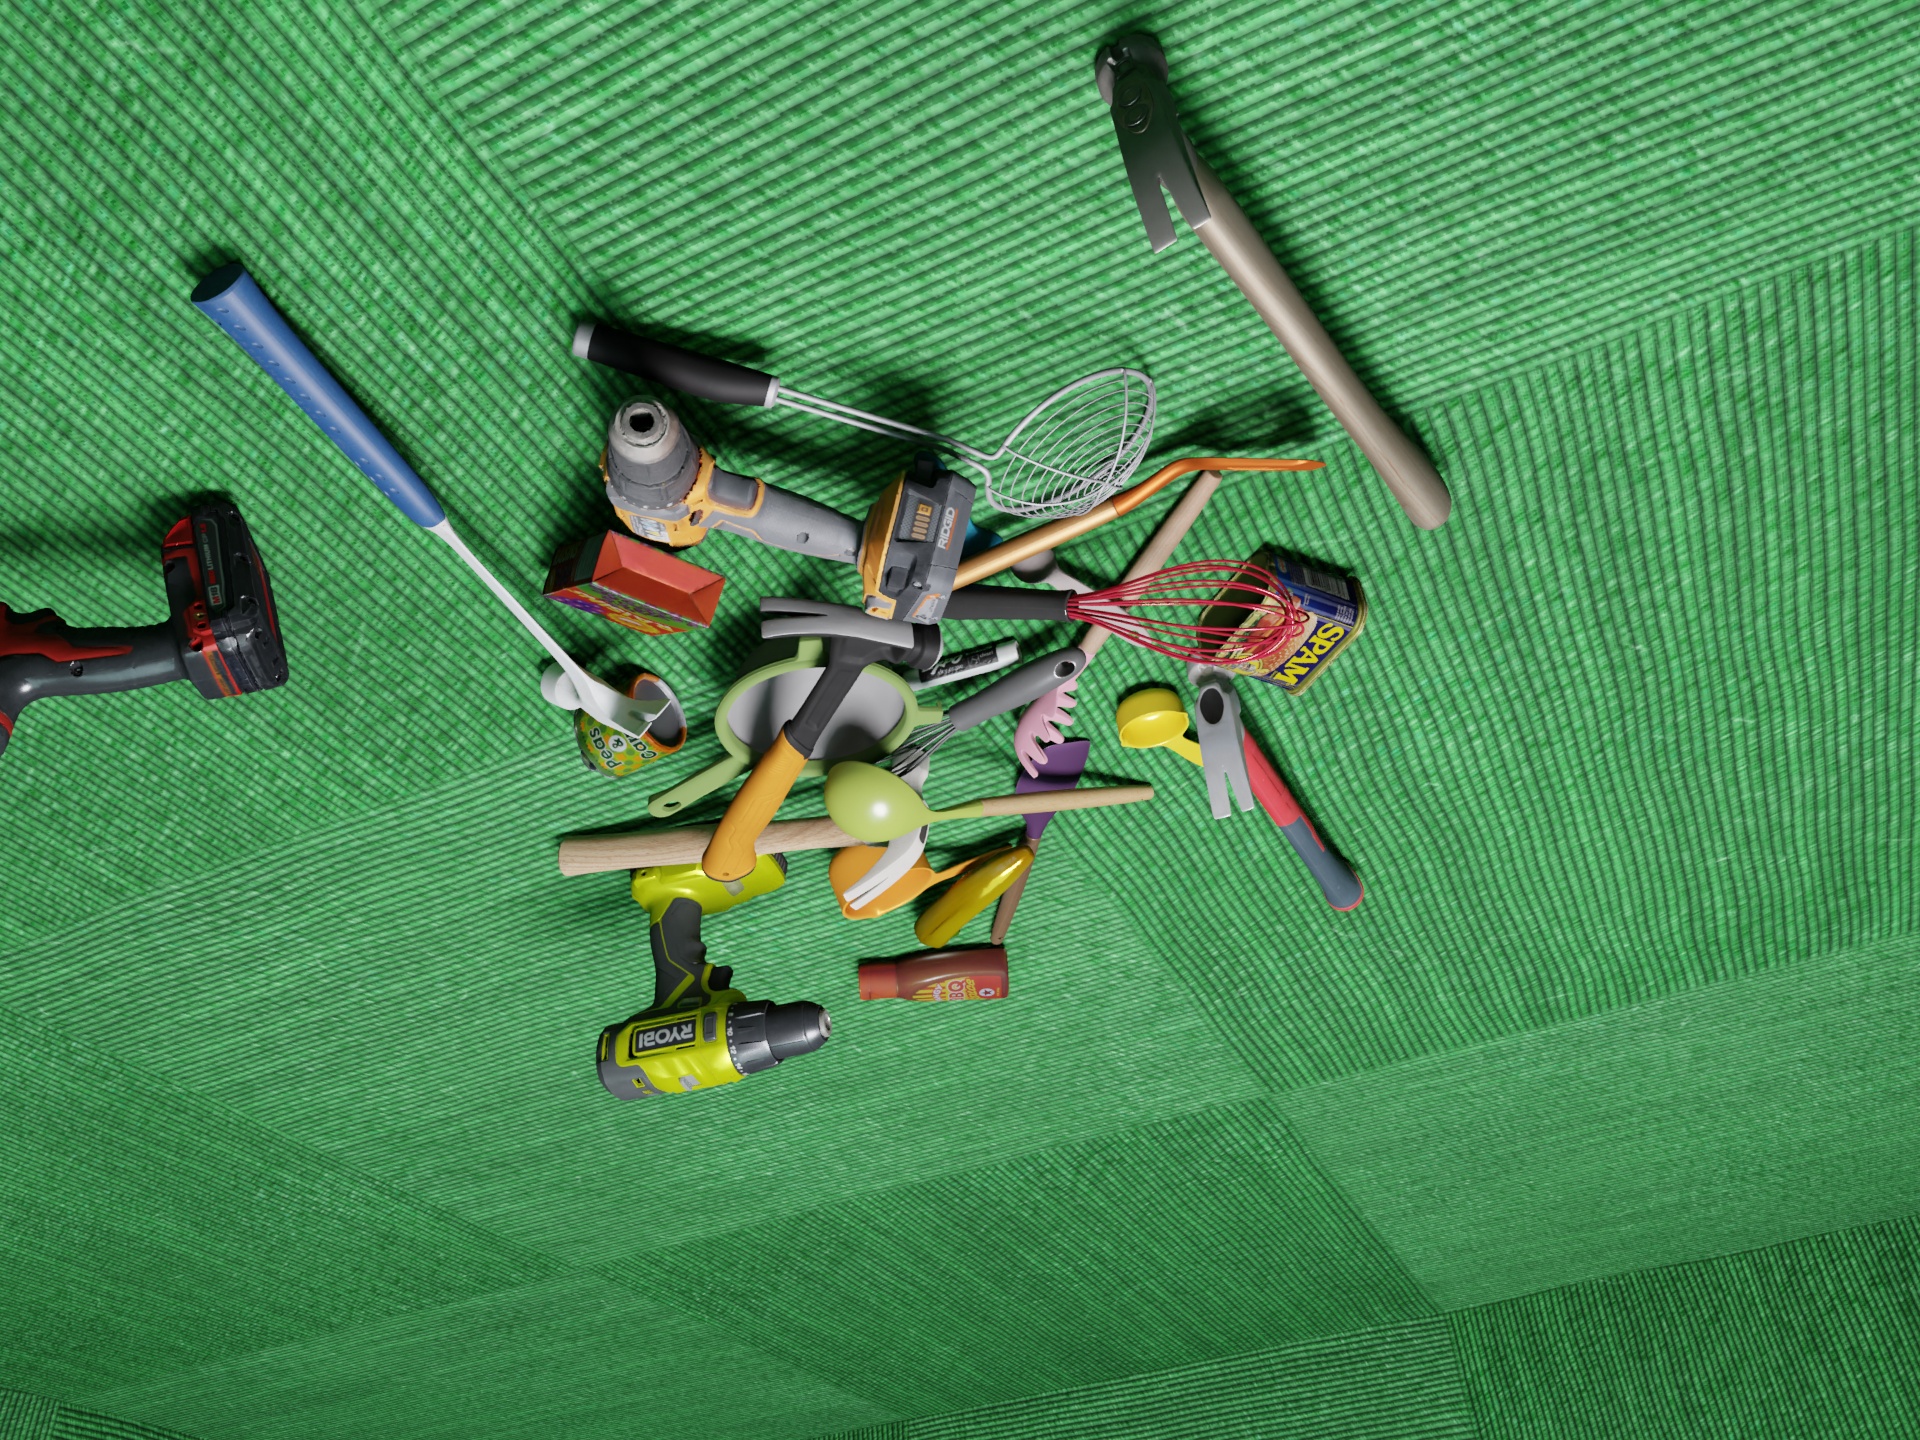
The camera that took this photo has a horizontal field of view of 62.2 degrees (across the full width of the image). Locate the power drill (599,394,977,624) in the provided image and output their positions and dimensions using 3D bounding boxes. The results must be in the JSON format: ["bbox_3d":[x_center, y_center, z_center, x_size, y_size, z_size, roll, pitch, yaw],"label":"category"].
[{"bbox_3d":[-0.109,-0.133,0.974,0.226,0.084,0.185,14,170,-3],"label":"power drill"}]

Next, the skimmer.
[{"bbox_3d":[-0.054,-0.208,0.999,0.363,0.090,0.127,15,144,-8],"label":"skimmer"}]

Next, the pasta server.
[{"bbox_3d":[0.115,-0.068,1.191,0.040,0.060,0.316,37,132,4],"label":"pasta server"}]

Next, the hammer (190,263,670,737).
[{"bbox_3d":[-0.332,-0.124,1.032,0.144,0.035,0.405,20,155,42],"label":"hammer"}]

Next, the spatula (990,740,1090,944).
[{"bbox_3d":[0.059,0.117,1.435,0.059,0.018,0.315,-8,144,-18],"label":"spatula"}]

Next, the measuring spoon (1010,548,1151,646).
[{"bbox_3d":[0.087,-0.086,1.146,0.124,0.018,0.034,34,128,-11],"label":"measuring spoon"}]

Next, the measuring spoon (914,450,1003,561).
[{"bbox_3d":[-0.004,-0.138,1.099,0.042,0.021,0.128,-16,143,14],"label":"measuring spoon"}]

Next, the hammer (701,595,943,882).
[{"bbox_3d":[-0.135,0.026,1.171,0.127,0.034,0.336,8,143,-24],"label":"hammer"}]

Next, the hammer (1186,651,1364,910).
[{"bbox_3d":[0.278,0.091,1.346,0.038,0.143,0.385,-18,145,21],"label":"hammer"}]

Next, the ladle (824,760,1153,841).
[{"bbox_3d":[0.033,0.057,1.291,0.320,0.062,0.078,-3,163,-36],"label":"ladle"}]

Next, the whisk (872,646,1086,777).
[{"bbox_3d":[-0.002,-0.005,1.239,0.239,0.055,0.055,-26,137,29],"label":"whisk"}]

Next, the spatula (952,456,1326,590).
[{"bbox_3d":[0.087,-0.128,1.079,0.322,0.041,0.081,-22,179,19],"label":"spatula"}]

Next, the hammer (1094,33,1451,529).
[{"bbox_3d":[0.207,-0.218,0.941,0.038,0.146,0.410,-27,141,25],"label":"hammer"}]

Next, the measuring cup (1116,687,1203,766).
[{"bbox_3d":[0.182,0.010,1.317,0.062,0.029,0.156,-29,148,27],"label":"measuring cup"}]

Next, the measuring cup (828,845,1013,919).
[{"bbox_3d":[-0.037,0.121,1.416,0.173,0.052,0.095,-17,155,-27],"label":"measuring cup"}]

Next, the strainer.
[{"bbox_3d":[-0.150,-0.002,1.220,0.256,0.069,0.151,-29,141,29],"label":"strainer"}]

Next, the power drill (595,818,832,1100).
[{"bbox_3d":[-0.203,0.199,1.341,0.190,0.229,0.080,-13,141,10],"label":"power drill"}]

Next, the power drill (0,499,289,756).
[{"bbox_3d":[-0.572,-0.072,1.030,0.226,0.188,0.080,-16,149,-15],"label":"power drill"}]

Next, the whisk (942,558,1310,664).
[{"bbox_3d":[0.094,-0.078,1.095,0.296,0.073,0.073,5,148,28],"label":"whisk"}]

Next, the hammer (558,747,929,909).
[{"bbox_3d":[-0.186,0.102,1.333,0.331,0.130,0.031,-7,148,16],"label":"hammer"}]
